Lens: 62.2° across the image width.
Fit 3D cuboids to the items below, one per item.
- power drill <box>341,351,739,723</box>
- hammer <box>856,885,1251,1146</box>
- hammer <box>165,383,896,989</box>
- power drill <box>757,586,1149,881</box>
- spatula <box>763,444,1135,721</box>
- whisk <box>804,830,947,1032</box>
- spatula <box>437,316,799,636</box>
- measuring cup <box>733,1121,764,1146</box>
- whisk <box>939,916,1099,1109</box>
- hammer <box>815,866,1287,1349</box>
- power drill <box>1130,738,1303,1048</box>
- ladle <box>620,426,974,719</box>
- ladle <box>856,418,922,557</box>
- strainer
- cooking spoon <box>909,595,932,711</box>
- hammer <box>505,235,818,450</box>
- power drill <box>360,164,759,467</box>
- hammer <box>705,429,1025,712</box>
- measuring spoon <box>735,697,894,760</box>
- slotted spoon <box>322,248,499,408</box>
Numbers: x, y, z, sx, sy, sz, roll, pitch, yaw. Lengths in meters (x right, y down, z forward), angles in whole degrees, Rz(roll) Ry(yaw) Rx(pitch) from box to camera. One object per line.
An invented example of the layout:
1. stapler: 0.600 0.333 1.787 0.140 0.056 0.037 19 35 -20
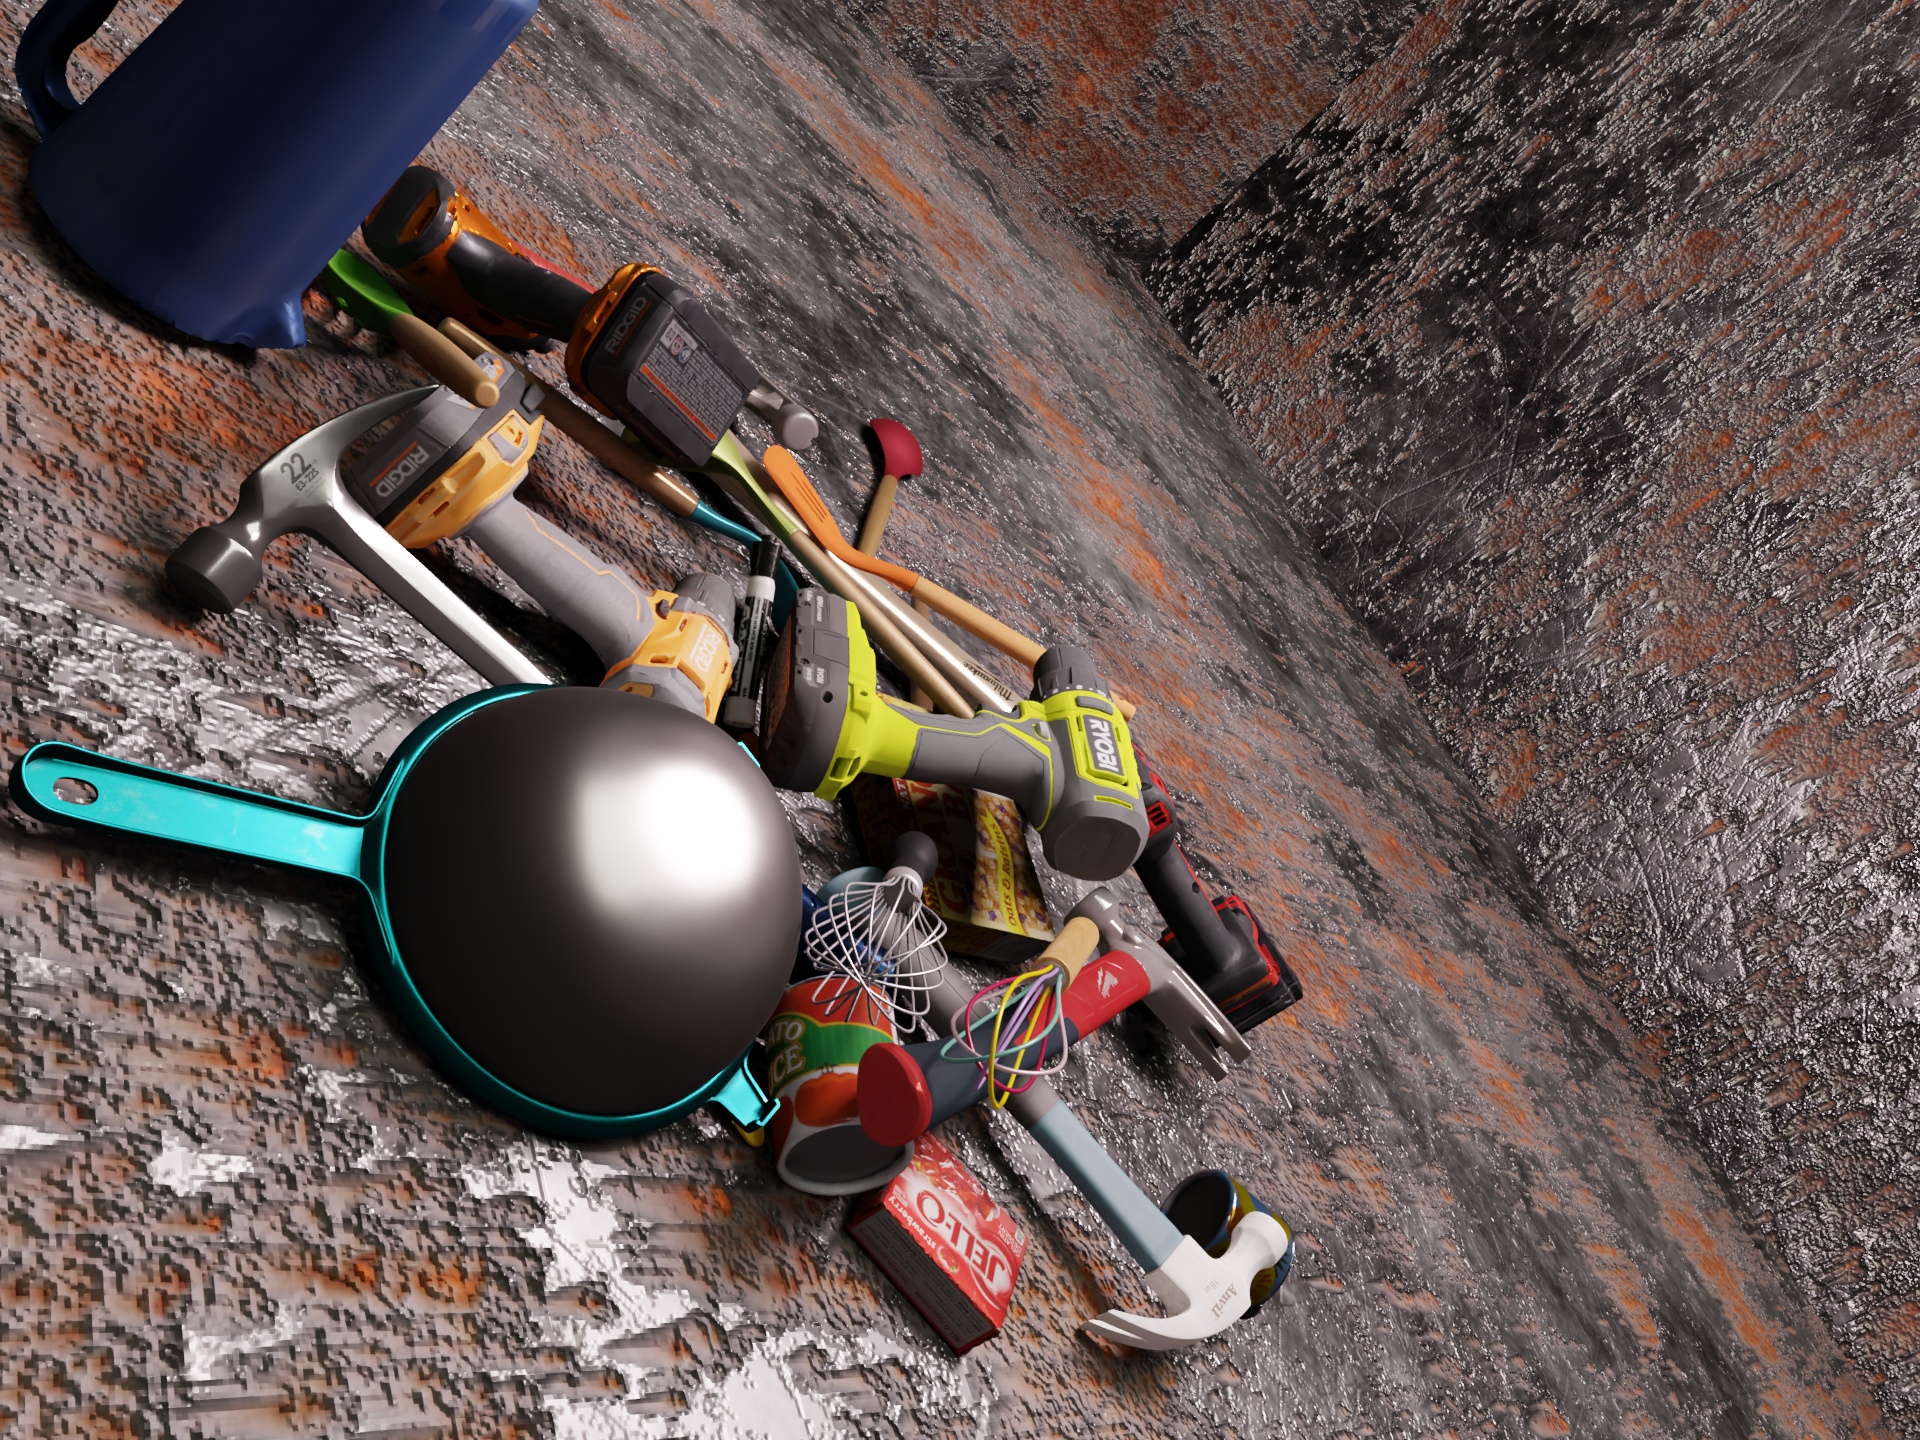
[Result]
1. power drill: -0.212 -0.093 0.889 0.226 0.084 0.185 47 20 -18
2. hammer: 0.057 0.175 0.859 0.143 0.038 0.386 47 18 15
3. hammer: -0.175 0.010 0.788 0.405 0.035 0.144 45 60 -25
4. power drill: -0.002 -0.003 0.970 0.228 0.080 0.191 15 35 -15
5. spatula: -0.008 -0.092 1.138 0.322 0.041 0.081 31 16 -7
6. whisk: -0.033 0.096 0.817 0.070 0.070 0.284 49 7 -3
7. spatula: -0.191 -0.136 0.976 0.317 0.044 0.082 37 -5 -36
8. measuring cup: -0.138 0.134 0.755 0.156 0.029 0.062 64 25 1
9. whisk: 0.039 0.137 0.793 0.047 0.051 0.245 66 15 1
10. hammer: 0.039 0.212 0.901 0.331 0.033 0.128 48 48 8
11. power drill: 0.139 0.098 1.121 0.226 0.080 0.188 57 4 -22
12. ladle: -0.104 -0.096 1.070 0.320 0.062 0.078 46 -3 3
13. ladle: -0.068 -0.199 1.393 0.069 0.031 0.316 43 25 -19
14. strainer: -0.183 0.048 0.642 0.340 0.095 0.211 21 52 -42
15. cooking spoon: -0.029 -0.006 1.175 0.068 0.017 0.319 39 26 -27
16. hammer: -0.265 -0.298 1.128 0.358 0.036 0.149 24 14 -40
17. power drill: -0.237 -0.240 0.967 0.227 0.084 0.164 30 -5 23
18. hammer: -0.059 -0.081 1.171 0.410 0.038 0.146 41 27 -13
19. measuring spoon: -0.088 0.002 0.984 0.117 0.011 0.021 -18 63 -34
20. slotted spoon: -0.286 -0.201 0.828 0.070 0.031 0.314 41 -2 -37
